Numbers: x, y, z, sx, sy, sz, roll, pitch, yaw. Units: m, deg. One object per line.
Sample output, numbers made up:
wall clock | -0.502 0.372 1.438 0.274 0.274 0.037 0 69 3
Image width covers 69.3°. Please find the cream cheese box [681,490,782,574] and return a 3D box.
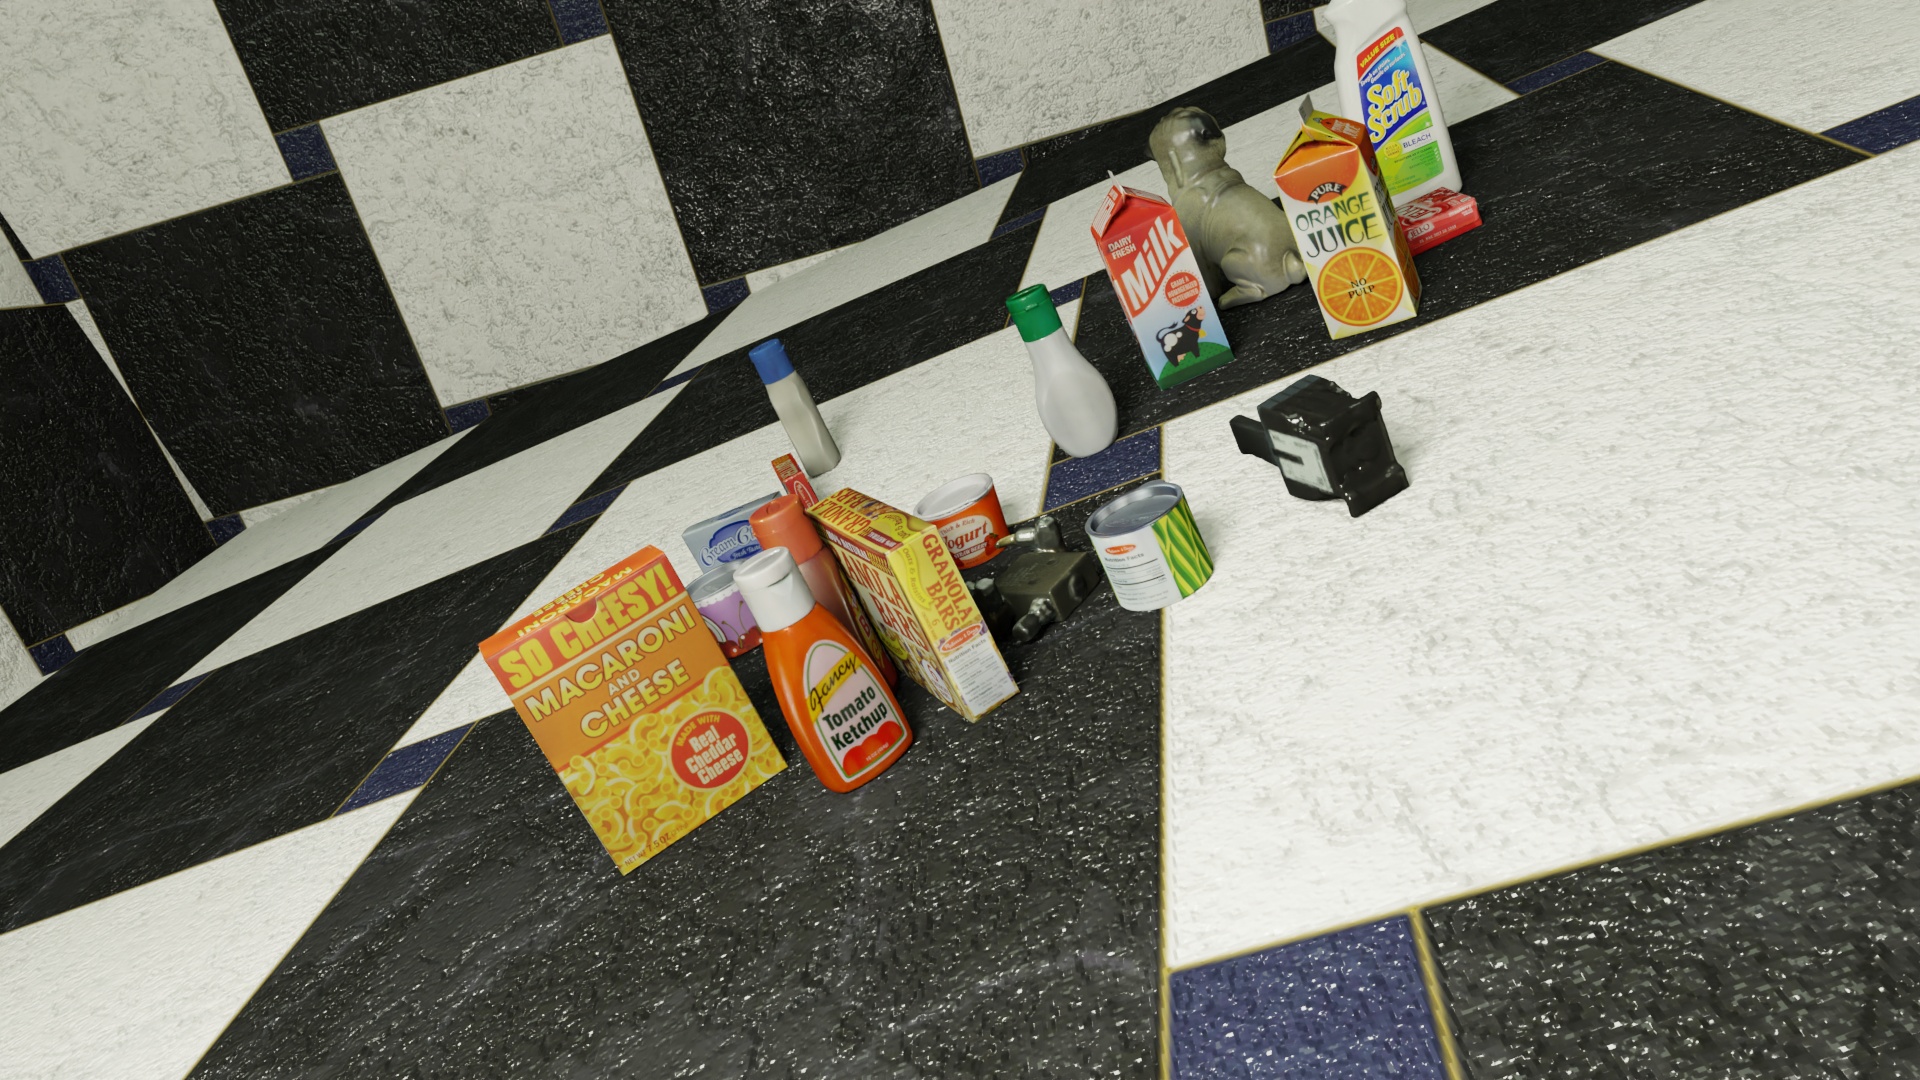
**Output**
cream cheese box | -0.207 -0.004 1.317 0.103 0.053 0.024 -20 20 16

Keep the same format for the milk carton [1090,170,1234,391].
milk carton | 0.172 -0.239 1.240 0.073 0.190 0.072 -24 19 7

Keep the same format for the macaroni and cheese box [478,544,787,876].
macaroni and cheese box | -0.201 0.105 0.869 0.124 0.166 0.040 -33 20 -18

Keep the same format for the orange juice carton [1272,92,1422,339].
orange juice carton | 0.314 -0.272 1.146 0.073 0.192 0.072 -15 22 29

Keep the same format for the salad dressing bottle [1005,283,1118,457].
salad dressing bottle | 0.084 -0.143 1.171 0.064 0.147 0.044 -24 19 6

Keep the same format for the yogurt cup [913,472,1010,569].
yogurt cup | 0.004 -0.014 1.082 0.072 0.053 0.072 -23 20 9

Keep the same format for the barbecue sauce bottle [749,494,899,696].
barbecue sauce bottle | -0.091 0.041 0.920 0.044 0.148 0.065 -27 19 -1

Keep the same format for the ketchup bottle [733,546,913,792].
ketchup bottle | -0.086 0.075 0.829 0.065 0.148 0.043 -35 21 -24

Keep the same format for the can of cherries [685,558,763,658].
can of cherries | -0.189 0.057 1.134 0.071 0.058 0.072 -23 20 9

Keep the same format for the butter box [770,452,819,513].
butter box | -0.162 -0.052 1.385 0.024 0.053 0.104 -28 20 -6

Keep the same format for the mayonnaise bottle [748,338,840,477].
mayonnaise bottle | -0.178 -0.143 1.494 0.041 0.147 0.065 -23 19 8

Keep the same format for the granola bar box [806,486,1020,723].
granola bar box | -0.036 0.037 0.899 0.039 0.124 0.165 -32 20 -15

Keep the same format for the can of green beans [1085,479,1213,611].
can of green beans | 0.121 0.004 0.888 0.071 0.057 0.071 -23 20 9
